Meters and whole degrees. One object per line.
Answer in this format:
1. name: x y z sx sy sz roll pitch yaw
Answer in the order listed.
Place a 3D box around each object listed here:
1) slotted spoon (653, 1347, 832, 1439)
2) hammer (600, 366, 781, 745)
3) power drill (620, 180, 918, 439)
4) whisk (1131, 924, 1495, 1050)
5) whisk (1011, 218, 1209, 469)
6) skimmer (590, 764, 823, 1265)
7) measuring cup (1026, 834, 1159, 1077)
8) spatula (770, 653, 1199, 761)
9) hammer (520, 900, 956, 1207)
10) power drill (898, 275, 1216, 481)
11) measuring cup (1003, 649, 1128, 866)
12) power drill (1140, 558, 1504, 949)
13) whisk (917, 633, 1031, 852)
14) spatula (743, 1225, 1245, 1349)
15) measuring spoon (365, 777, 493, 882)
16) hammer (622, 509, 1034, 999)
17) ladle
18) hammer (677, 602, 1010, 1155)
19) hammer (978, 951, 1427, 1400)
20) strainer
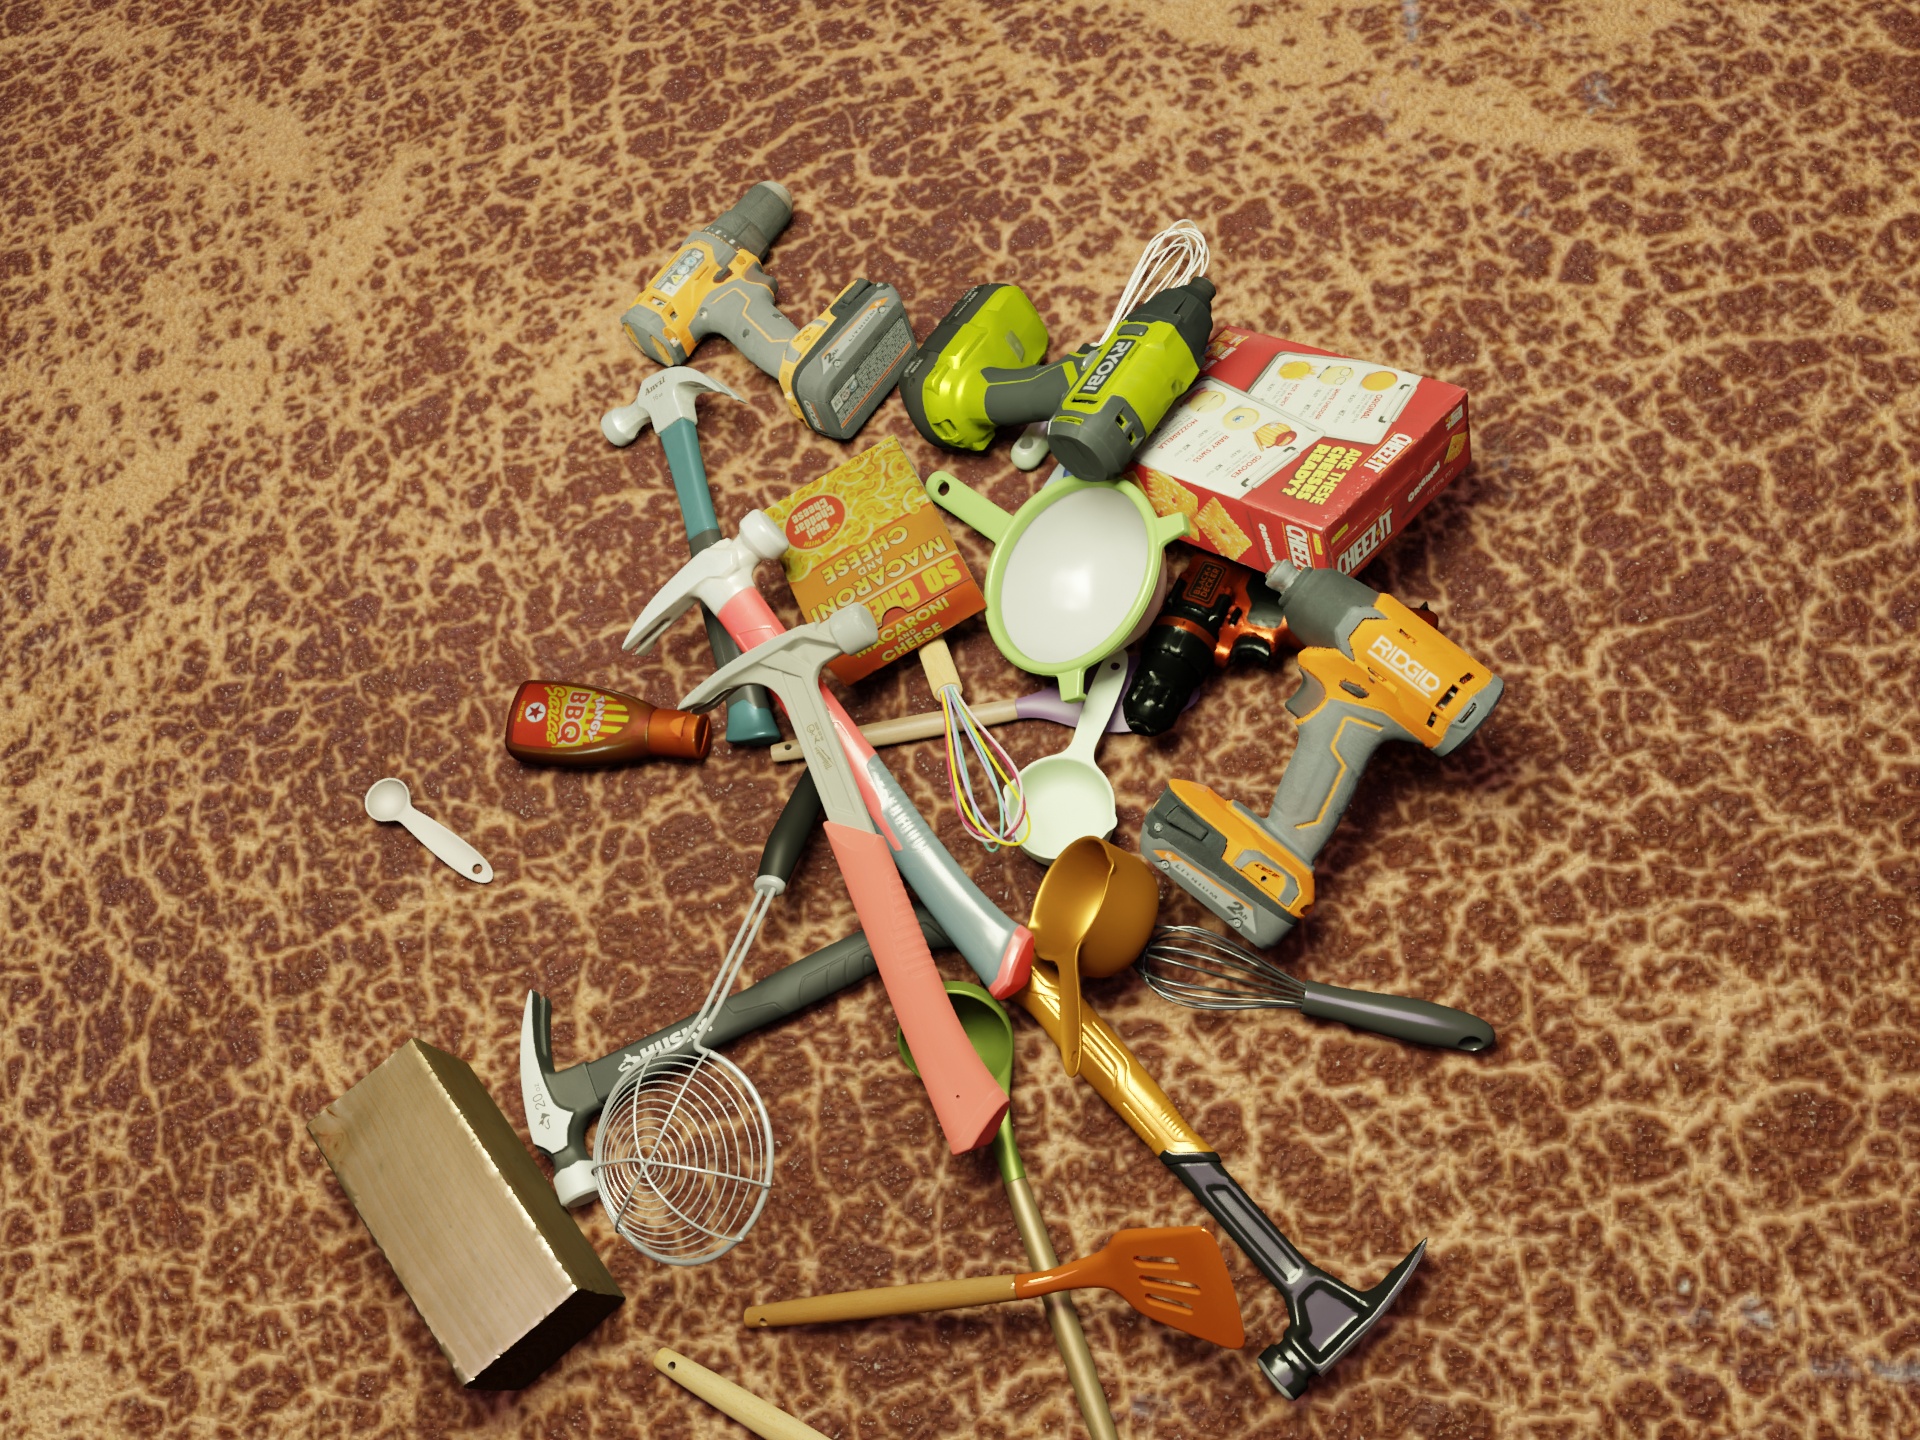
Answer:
1. slotted spoon: -0.056 0.461 0.969 0.314 0.031 0.070 21 72 20
2. hammer: -0.195 -0.129 1.228 0.128 0.033 0.331 -28 67 28
3. power drill: -0.143 -0.345 1.304 0.226 0.084 0.185 30 73 25
4. whisk: 0.225 0.176 1.032 0.239 0.055 0.055 12 70 10
5. whisk: 0.116 -0.295 1.253 0.058 0.059 0.246 31 80 33
6. skimmer: -0.137 0.175 1.053 0.127 0.090 0.364 -5 40 24
7. measuring cup: 0.089 0.157 1.018 0.052 0.095 0.174 25 44 -23
8. spatula: 0.016 -0.002 1.159 0.316 0.018 0.060 -10 64 5
9. hammer: -0.146 0.193 1.095 0.335 0.035 0.146 -26 66 -2
10. power drill: 0.074 -0.262 1.174 0.223 0.080 0.171 17 65 47
11. measuring cup: 0.087 0.027 1.125 0.083 0.038 0.168 17 68 16
12. power drill: 0.215 0.015 1.029 0.164 0.084 0.226 39 100 5
13. whisk: 0.000 -0.003 1.129 0.047 0.051 0.245 -11 49 -11
14. spatula: 0.010 0.352 0.965 0.322 0.041 0.081 -13 102 18
15. measuring spoon: -0.397 0.087 1.199 0.124 0.018 0.034 34 76 14
16. hammer: -0.087 0.038 1.093 0.143 0.038 0.387 -41 70 10
17. ladle: 0.039 0.316 0.999 0.078 0.062 0.320 -28 67 18
18. hammer: -0.065 0.109 1.034 0.149 0.036 0.359 -28 73 17
19. hammer: 0.136 0.256 1.018 0.127 0.034 0.337 -41 66 -8
20. strainer: 0.065 -0.121 1.176 0.257 0.069 0.151 40 102 44
